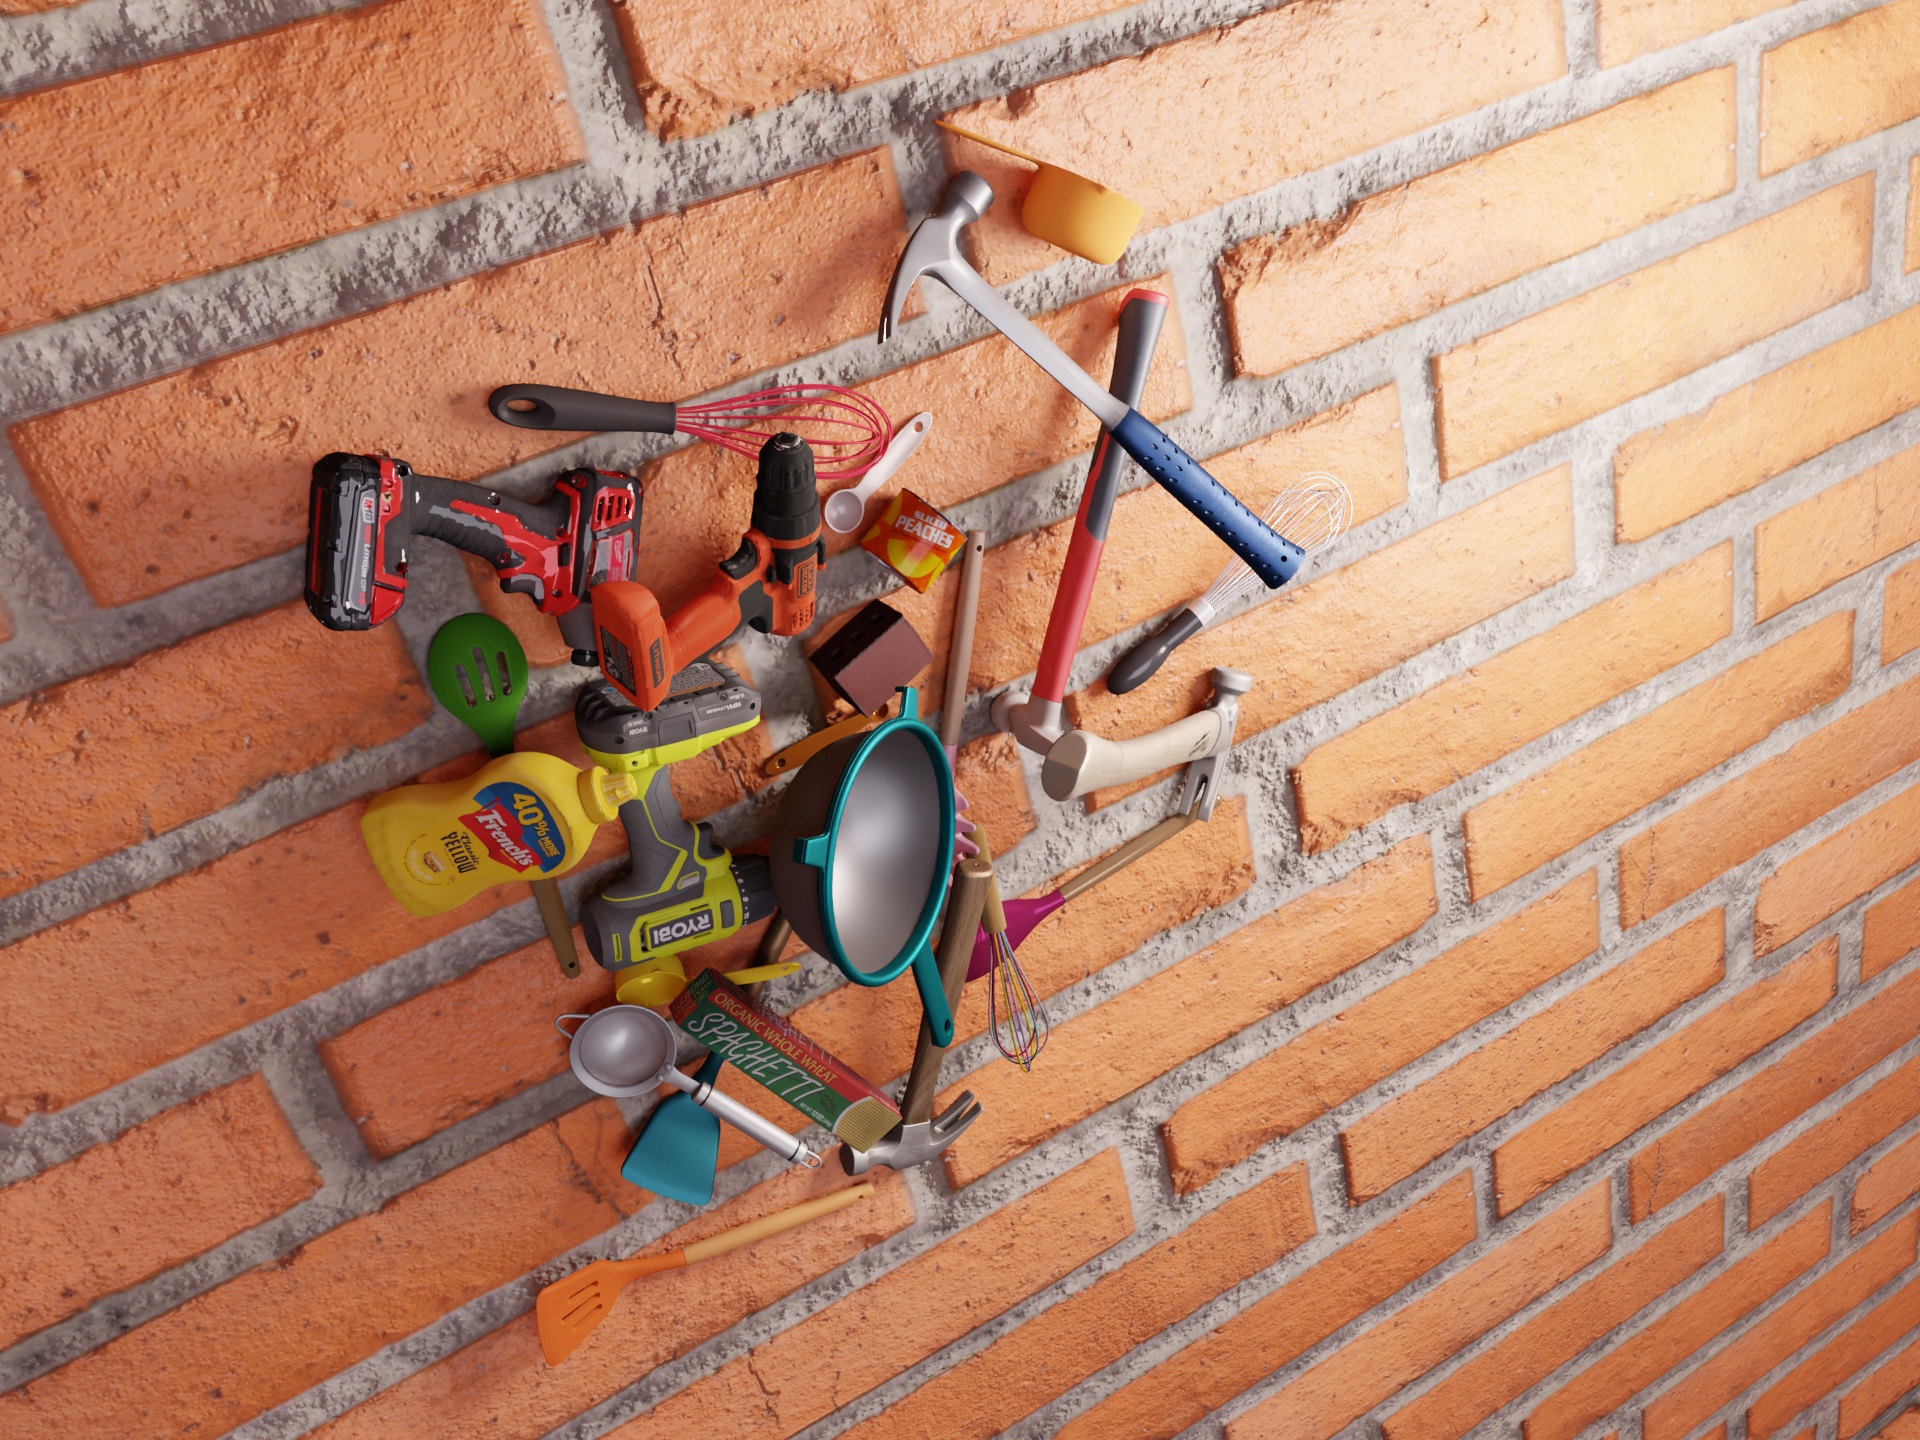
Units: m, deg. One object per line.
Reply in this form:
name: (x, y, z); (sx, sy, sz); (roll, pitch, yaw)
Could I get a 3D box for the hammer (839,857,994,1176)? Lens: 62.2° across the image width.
hammer: (-0.018, 0.269, 1.430); (0.130, 0.031, 0.331); (-3, 120, -31)

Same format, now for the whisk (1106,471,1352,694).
whisk: (0.241, -0.118, 1.432); (0.284, 0.070, 0.070); (-41, 123, -3)

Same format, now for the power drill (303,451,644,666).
power drill: (-0.331, -0.110, 1.103); (0.219, 0.079, 0.143); (1, 102, -33)

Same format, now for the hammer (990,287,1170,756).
hammer: (0.116, -0.158, 1.306); (0.038, 0.143, 0.386); (9, 101, -30)

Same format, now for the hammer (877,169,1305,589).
hammer: (0.112, -0.238, 1.244); (0.405, 0.035, 0.144); (38, 80, -17)

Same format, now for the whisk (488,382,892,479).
whisk: (-0.189, -0.218, 1.155); (0.295, 0.073, 0.073); (1, 109, -22)

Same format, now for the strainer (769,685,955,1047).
strainer: (-0.077, 0.146, 1.293); (0.211, 0.095, 0.340); (-59, 147, -41)

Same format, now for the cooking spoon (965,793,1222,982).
cooking spoon: (0.115, 0.152, 1.490); (0.319, 0.017, 0.068); (-31, 121, -14)

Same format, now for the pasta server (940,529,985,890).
pasta server: (-0.002, -0.004, 1.352); (0.060, 0.040, 0.316); (-4, 110, -35)

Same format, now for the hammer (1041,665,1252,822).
hammer: (0.156, 0.036, 1.321); (0.410, 0.038, 0.146); (-10, 116, -64)

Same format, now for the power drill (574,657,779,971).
power drill: (-0.207, 0.073, 1.248); (0.190, 0.080, 0.228); (-15, 118, -27)

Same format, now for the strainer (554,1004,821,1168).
strainer: (-0.222, 0.304, 1.316); (0.258, 0.050, 0.087); (36, 100, -13)

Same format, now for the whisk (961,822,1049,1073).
whisk: (0.036, 0.207, 1.441); (0.047, 0.051, 0.245); (-26, 109, -42)

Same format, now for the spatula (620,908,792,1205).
spatula: (-0.186, 0.255, 1.350); (0.082, 0.044, 0.317); (25, 95, -15)

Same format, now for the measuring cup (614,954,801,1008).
measuring cup: (-0.208, 0.205, 1.313); (0.156, 0.029, 0.062); (-4, 144, -25)

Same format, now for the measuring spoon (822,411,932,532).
measuring spoon: (-0.066, -0.199, 1.257); (0.124, 0.018, 0.034); (-50, 124, -11)

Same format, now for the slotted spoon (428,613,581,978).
slotted spoon: (-0.332, 0.067, 1.206); (0.070, 0.031, 0.313); (-22, 120, -23)

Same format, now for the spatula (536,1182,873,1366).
spatula: (-0.222, 0.477, 1.421); (0.322, 0.041, 0.081); (-13, 114, -25)

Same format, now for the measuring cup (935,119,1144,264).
measuring cup: (0.052, -0.399, 1.211); (0.173, 0.095, 0.052); (19, 105, -15)

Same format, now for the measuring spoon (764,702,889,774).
measuring spoon: (-0.111, 0.013, 1.318); (0.117, 0.011, 0.021); (-29, 120, -12)
